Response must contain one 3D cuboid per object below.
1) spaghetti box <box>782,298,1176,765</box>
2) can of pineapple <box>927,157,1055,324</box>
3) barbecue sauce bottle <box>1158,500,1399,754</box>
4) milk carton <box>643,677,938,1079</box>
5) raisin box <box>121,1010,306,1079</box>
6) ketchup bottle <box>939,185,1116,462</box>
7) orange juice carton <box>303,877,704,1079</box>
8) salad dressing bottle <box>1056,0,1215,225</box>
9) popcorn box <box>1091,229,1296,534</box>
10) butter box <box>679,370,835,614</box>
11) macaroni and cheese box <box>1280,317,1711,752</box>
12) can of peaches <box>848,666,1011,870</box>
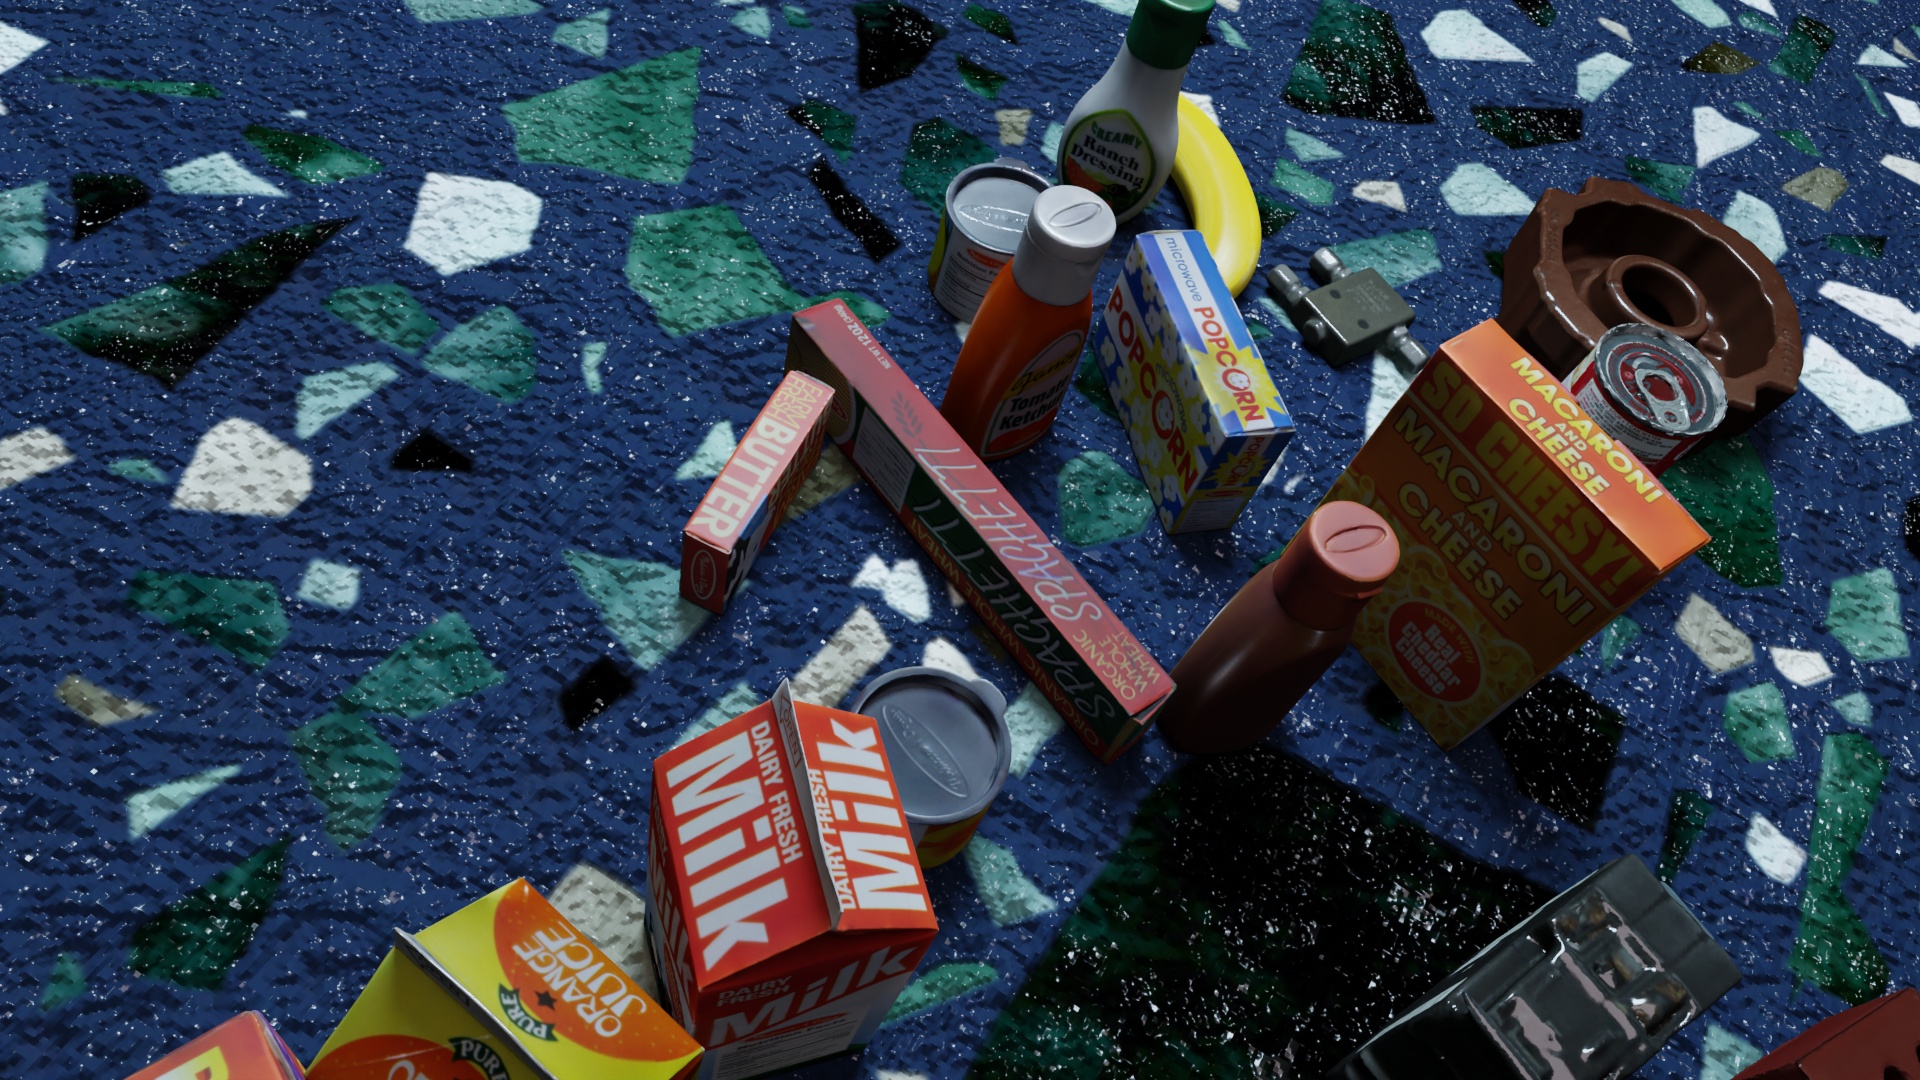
[{"bbox_3d":[0.002,-0.008,0.633,0.029,0.050,0.250,-30,69,-28],"label":"spaghetti box"},{"bbox_3d":[0.020,-0.155,0.729,0.071,0.057,0.071,7,56,-10],"label":"can of pineapple"},{"bbox_3d":[0.132,0.039,0.575,0.065,0.147,0.044,-13,62,-21],"label":"barbecue sauce bottle"},{"bbox_3d":[-0.059,0.118,0.450,0.073,0.189,0.072,-9,60,-19],"label":"milk carton"},{"bbox_3d":[-0.196,0.197,0.405,0.040,0.122,0.086,-26,67,-27],"label":"raisin box"},{"bbox_3d":[0.032,-0.097,0.639,0.065,0.148,0.043,-28,68,-28],"label":"ketchup bottle"},{"bbox_3d":[-0.127,0.163,0.402,0.072,0.191,0.073,39,57,12],"label":"orange juice carton"},{"bbox_3d":[0.094,-0.236,0.745,0.064,0.146,0.044,28,56,5],"label":"salad dressing bottle"},{"bbox_3d":[0.110,-0.078,0.685,0.038,0.084,0.127,-7,60,-18],"label":"popcorn box"},{"bbox_3d":[-0.090,-0.023,0.617,0.024,0.052,0.104,25,55,3],"label":"butter box"},{"bbox_3d":[0.224,0.002,0.611,0.040,0.165,0.124,-26,67,-27],"label":"macaroni and cheese box"},{"bbox_3d":[-0.016,0.092,0.559,0.071,0.057,0.071,7,56,-10],"label":"can of peaches"}]
